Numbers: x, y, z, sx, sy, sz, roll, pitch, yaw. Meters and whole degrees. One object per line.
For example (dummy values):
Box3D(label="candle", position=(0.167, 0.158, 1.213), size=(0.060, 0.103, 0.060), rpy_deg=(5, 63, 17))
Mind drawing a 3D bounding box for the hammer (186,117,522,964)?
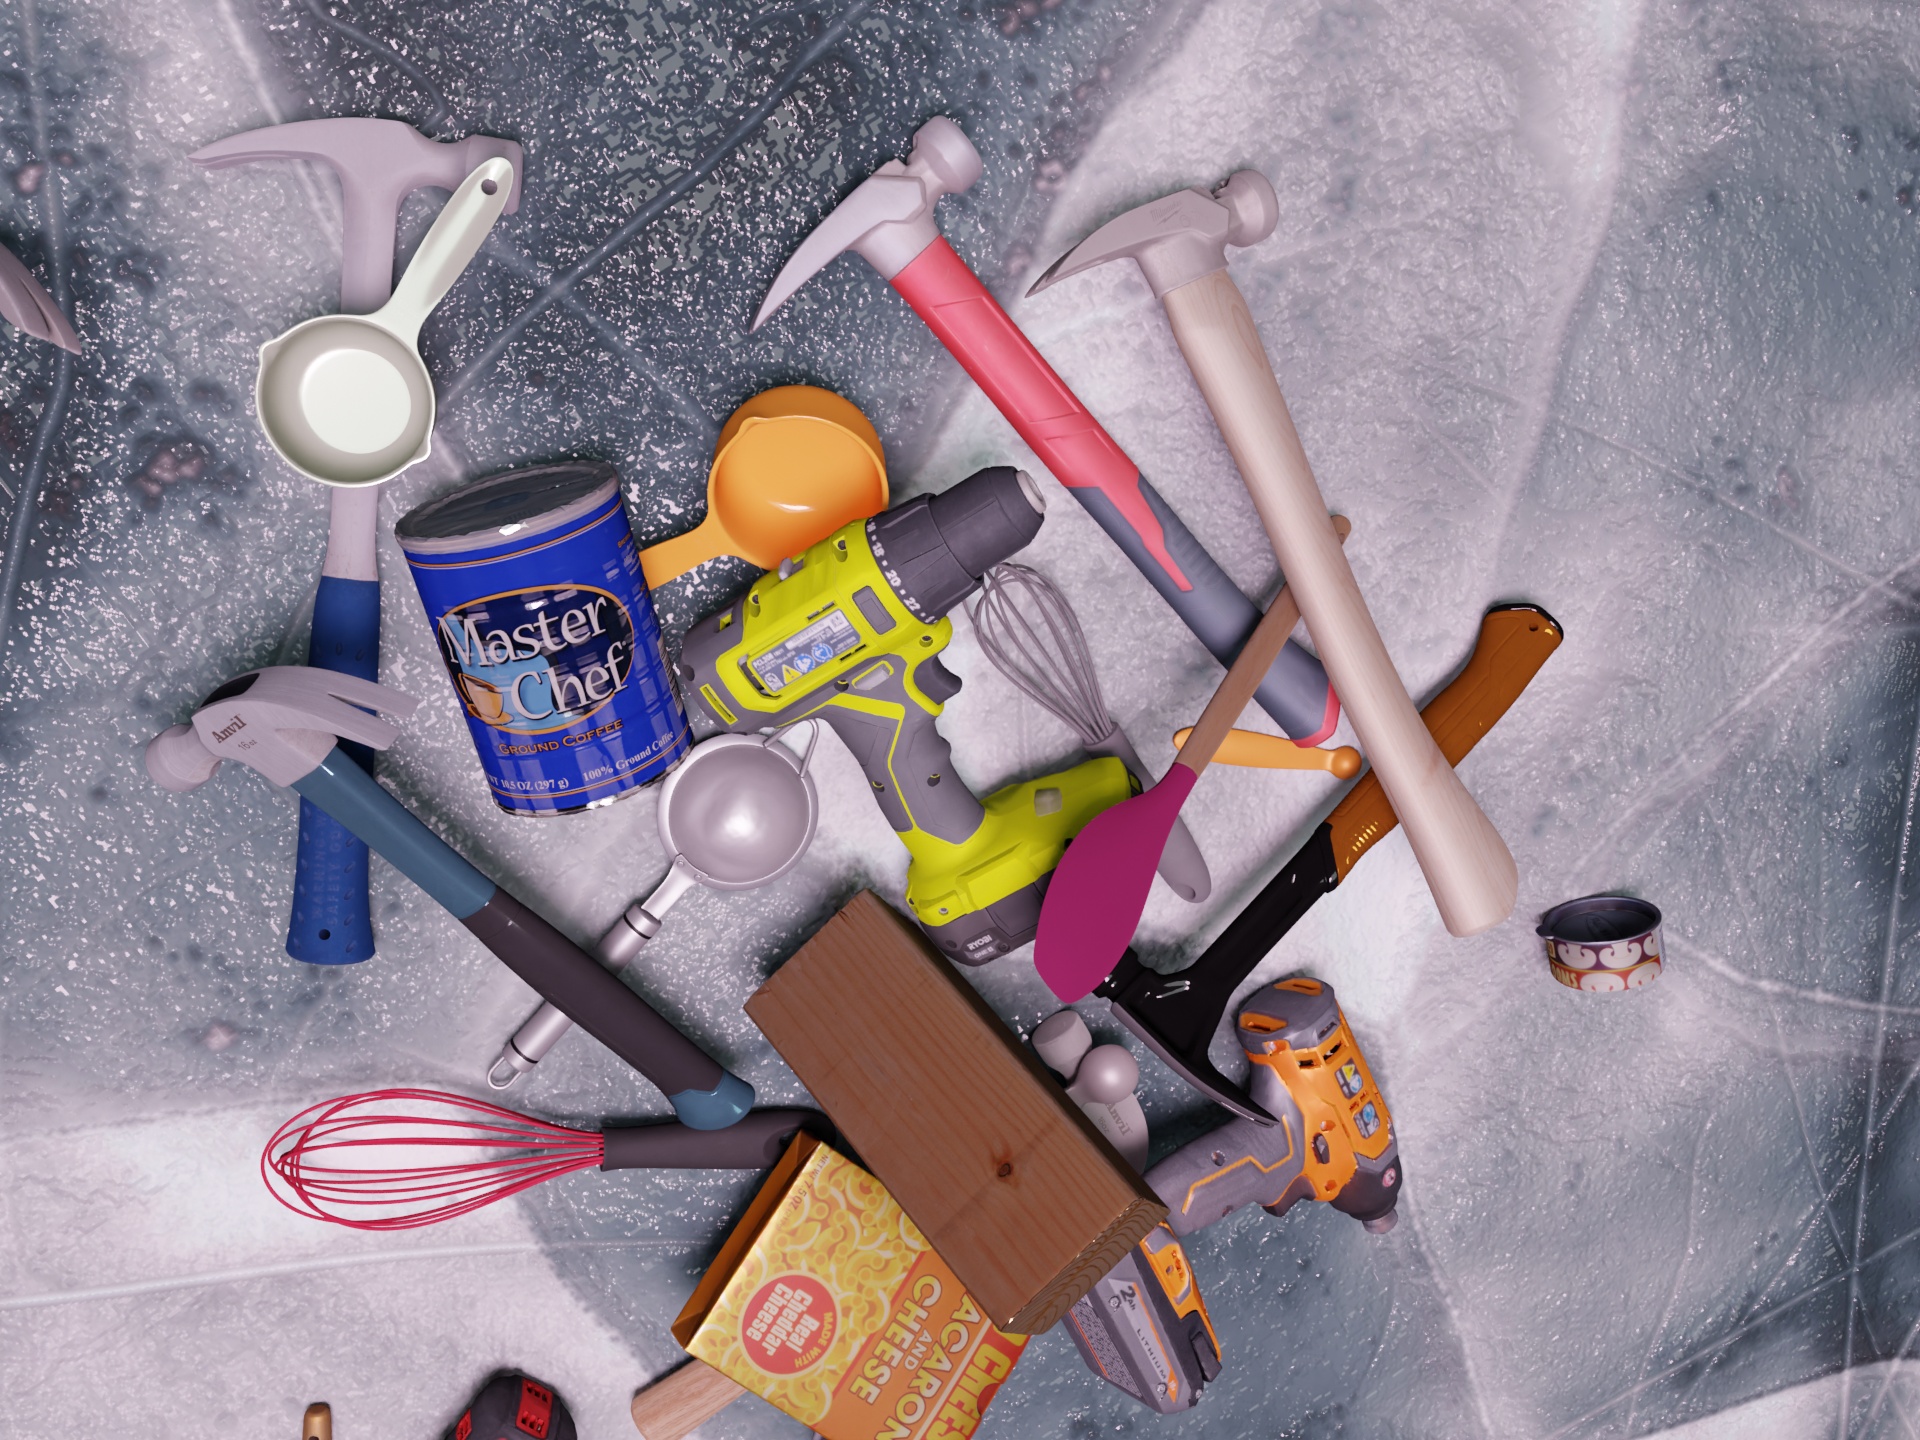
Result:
Box3D(label="hammer", position=(-0.300, -0.081, 0.769), size=(0.144, 0.035, 0.405), rpy_deg=(5, 100, -14))

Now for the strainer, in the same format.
Box3D(label="strainer", position=(-0.160, 0.101, 0.834), size=(0.086, 0.050, 0.258), rpy_deg=(41, 93, -20))

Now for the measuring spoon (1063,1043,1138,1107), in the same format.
Box3D(label="measuring spoon", position=(0.047, 0.224, 0.878), size=(0.124, 0.018, 0.034), rpy_deg=(-34, 105, -3))

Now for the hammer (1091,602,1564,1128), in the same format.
Box3D(label="hammer", position=(0.224, 0.063, 0.874), size=(0.127, 0.034, 0.337), rpy_deg=(41, 78, 16))

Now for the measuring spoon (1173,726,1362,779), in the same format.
Box3D(label="measuring spoon", position=(0.176, 0.019, 0.904), size=(0.117, 0.011, 0.021), rpy_deg=(8, 99, -14))

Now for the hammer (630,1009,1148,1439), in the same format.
Box3D(label="hammer", position=(-0.038, 0.307, 0.903), size=(0.331, 0.031, 0.130), rpy_deg=(-34, 105, -4))

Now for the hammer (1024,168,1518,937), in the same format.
Box3D(label="hammer", position=(0.177, -0.072, 0.817), size=(0.146, 0.038, 0.410), rpy_deg=(-28, 95, -25))

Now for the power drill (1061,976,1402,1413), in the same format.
Box3D(label="power drill", position=(0.157, 0.273, 0.890), size=(0.226, 0.084, 0.164), rpy_deg=(-35, 107, -26))

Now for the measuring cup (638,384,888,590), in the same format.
Box3D(label="measuring cup", position=(-0.117, -0.106, 0.800), size=(0.173, 0.052, 0.095), rpy_deg=(-23, 125, 15))

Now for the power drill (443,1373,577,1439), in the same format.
Box3D(label="power drill", position=(-0.208, 0.472, 0.877), size=(0.219, 0.078, 0.143), rpy_deg=(37, 91, -13))

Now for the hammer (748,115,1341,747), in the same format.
Box3D(label="hammer", position=(0.064, -0.118, 0.840), size=(0.143, 0.038, 0.386), rpy_deg=(-43, 106, 0))

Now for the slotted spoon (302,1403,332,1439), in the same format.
Box3D(label="slotted spoon", position=(-0.355, 0.525, 0.878), size=(0.070, 0.031, 0.313), rpy_deg=(2, 98, -9))

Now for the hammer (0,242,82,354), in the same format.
Box3D(label="hammer", position=(-0.534, -0.072, 0.696), size=(0.149, 0.036, 0.359), rpy_deg=(40, 95, 16))

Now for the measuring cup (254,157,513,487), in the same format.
Box3D(label="measuring cup", position=(-0.252, -0.182, 0.723), size=(0.083, 0.038, 0.167), rpy_deg=(34, 90, -17))

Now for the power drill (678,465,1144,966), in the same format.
Box3D(label="power drill", position=(-0.001, -0.003, 0.794), size=(0.190, 0.080, 0.228), rpy_deg=(-29, 114, 16))

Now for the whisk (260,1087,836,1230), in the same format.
Box3D(label="whisk", position=(-0.209, 0.227, 0.839), size=(0.295, 0.073, 0.073), rpy_deg=(2, 100, -19))

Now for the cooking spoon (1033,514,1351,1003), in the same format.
Box3D(label="cooking spoon", position=(0.126, 0.007, 0.807), size=(0.319, 0.017, 0.068), rpy_deg=(-54, 126, -26))

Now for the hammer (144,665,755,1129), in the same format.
Box3D(label="hammer", position=(-0.224, 0.096, 0.769), size=(0.128, 0.033, 0.330), rpy_deg=(-26, 120, 31))

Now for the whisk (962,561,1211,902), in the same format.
Box3D(label="whisk", position=(0.074, 0.010, 0.865), size=(0.055, 0.055, 0.238), rpy_deg=(-35, 110, -4))
